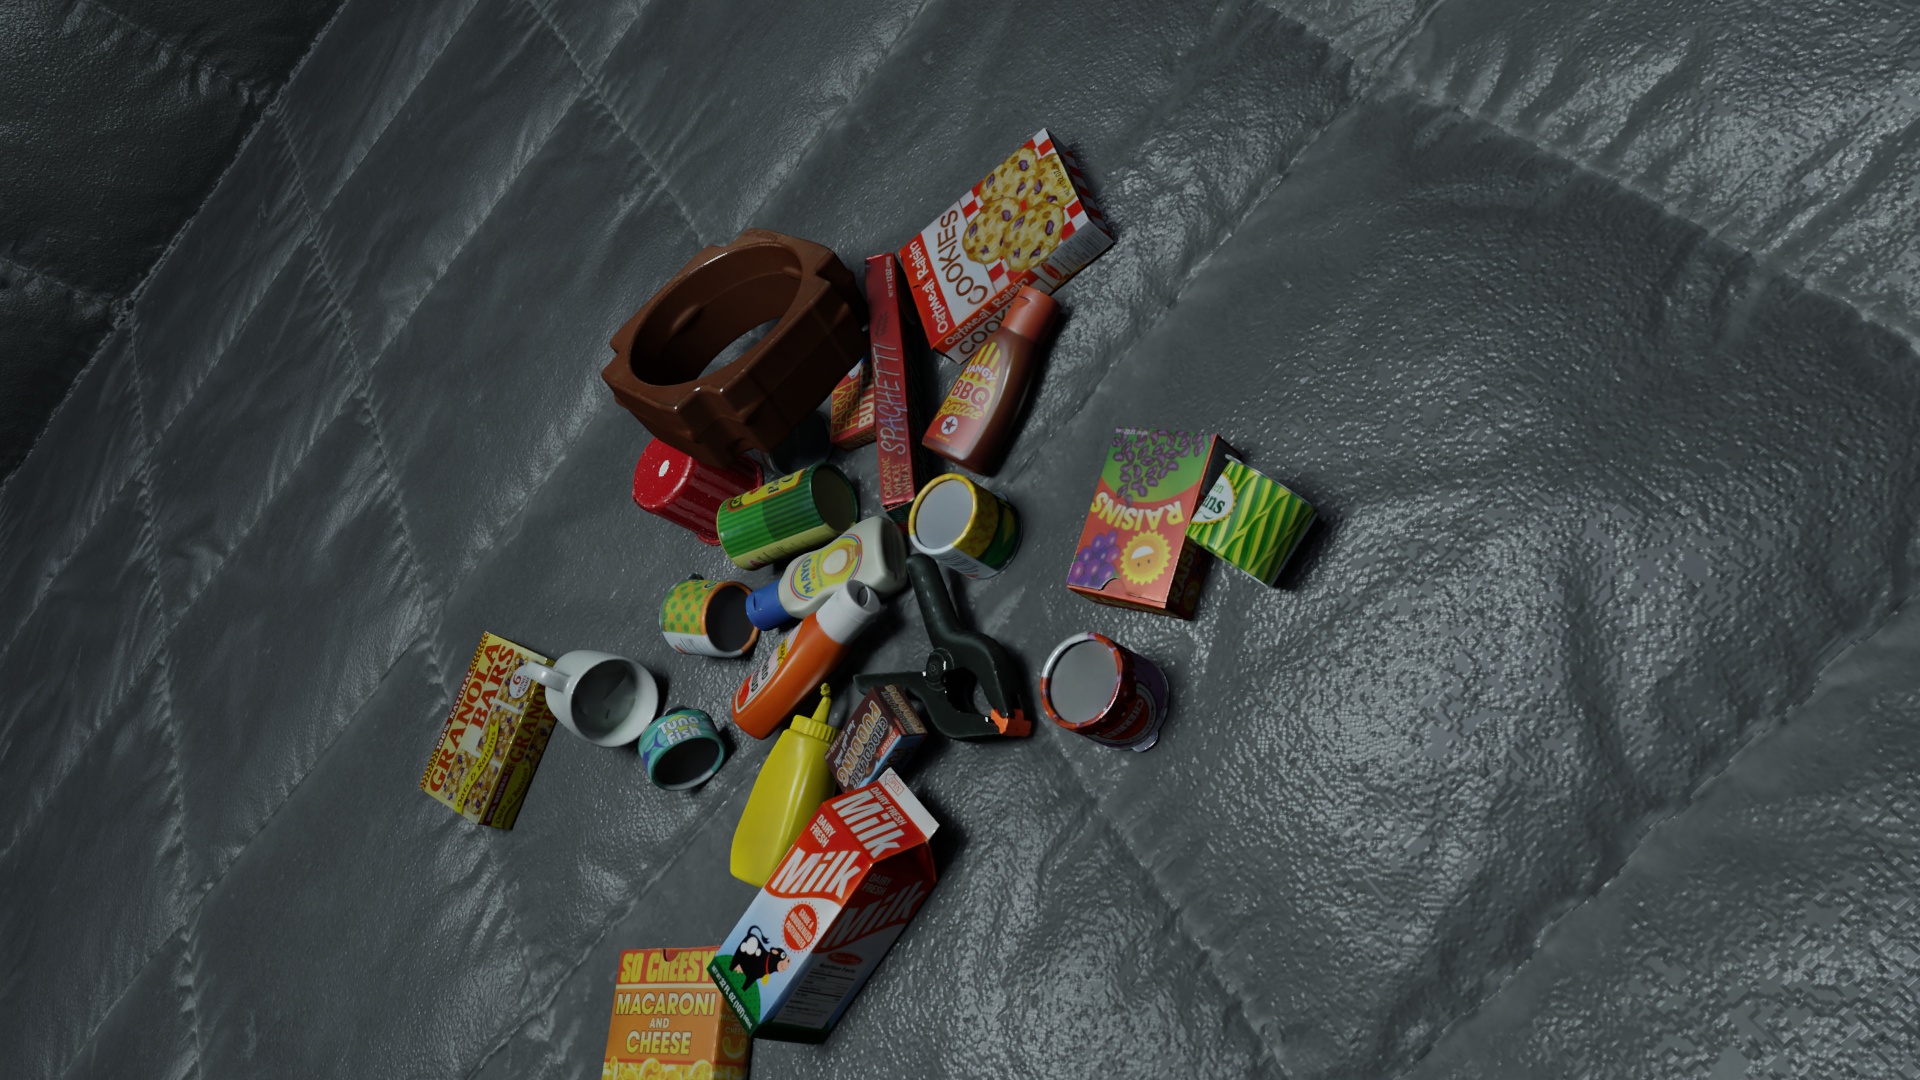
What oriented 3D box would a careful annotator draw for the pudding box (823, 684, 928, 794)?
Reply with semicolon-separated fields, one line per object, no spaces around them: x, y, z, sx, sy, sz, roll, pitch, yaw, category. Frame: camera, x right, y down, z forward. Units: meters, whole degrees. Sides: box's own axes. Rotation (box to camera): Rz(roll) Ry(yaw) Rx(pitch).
-0.062;0.151;1.023;0.083;0.030;0.050;-55;53;31;pudding box

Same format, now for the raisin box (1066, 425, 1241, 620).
0.132;-0.013;0.952;0.086;0.040;0.123;10;77;42;raisin box

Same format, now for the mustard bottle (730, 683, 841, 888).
-0.124;0.187;1.065;0.065;0.049;0.160;8;74;45;mustard bottle

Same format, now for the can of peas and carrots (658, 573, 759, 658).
-0.213;0.064;1.189;0.058;0.071;0.071;0;70;40;can of peas and carrots

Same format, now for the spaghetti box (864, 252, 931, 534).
-0.052;-0.125;1.149;0.028;0.050;0.251;-13;61;14;spaghetti box

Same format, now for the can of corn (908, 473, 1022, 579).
0.004;-0.013;1.048;0.071;0.058;0.071;-18;59;33;can of corn

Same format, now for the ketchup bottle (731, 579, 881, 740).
-0.121;0.091;1.095;0.148;0.043;0.065;-46;17;24;ketchup bottle

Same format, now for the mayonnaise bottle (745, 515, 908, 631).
-0.111;0.034;1.134;0.147;0.041;0.065;-25;57;29;mayonnaise bottle

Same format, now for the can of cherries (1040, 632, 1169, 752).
0.096;0.101;0.913;0.071;0.058;0.072;-19;58;33;can of cherries

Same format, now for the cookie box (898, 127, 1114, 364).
0.033;-0.242;1.147;0.167;0.040;0.123;-36;50;23;cookie box

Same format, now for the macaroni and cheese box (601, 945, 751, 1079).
-0.215;0.394;1.048;0.123;0.040;0.167;-14;61;34;macaroni and cheese box

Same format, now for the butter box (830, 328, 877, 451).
-0.086;-0.131;1.205;0.053;0.024;0.104;-20;57;33;butter box

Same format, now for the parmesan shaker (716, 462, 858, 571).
-0.144;-0.020;1.172;0.103;0.071;0.071;-20;58;29;parmesan shaker

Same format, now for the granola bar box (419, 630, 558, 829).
-0.451;0.183;1.352;0.124;0.039;0.166;13;78;43;granola bar box

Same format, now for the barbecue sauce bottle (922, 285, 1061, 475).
0.029;-0.127;1.092;0.065;0.043;0.148;28;88;46;barbecue sauce bottle

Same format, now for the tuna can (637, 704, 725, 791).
-0.230;0.172;1.148;0.071;0.071;0.033;-48;48;12;tuna can

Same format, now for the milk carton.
-0.087;0.256;0.983;0.190;0.073;0.072;-55;46;5;milk carton

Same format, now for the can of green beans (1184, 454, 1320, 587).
0.185;-0.011;0.887;0.071;0.071;0.058;36;95;44;can of green beans

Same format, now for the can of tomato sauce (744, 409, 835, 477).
-0.159;-0.097;1.224;0.083;0.071;0.071;29;90;45;can of tomato sauce
